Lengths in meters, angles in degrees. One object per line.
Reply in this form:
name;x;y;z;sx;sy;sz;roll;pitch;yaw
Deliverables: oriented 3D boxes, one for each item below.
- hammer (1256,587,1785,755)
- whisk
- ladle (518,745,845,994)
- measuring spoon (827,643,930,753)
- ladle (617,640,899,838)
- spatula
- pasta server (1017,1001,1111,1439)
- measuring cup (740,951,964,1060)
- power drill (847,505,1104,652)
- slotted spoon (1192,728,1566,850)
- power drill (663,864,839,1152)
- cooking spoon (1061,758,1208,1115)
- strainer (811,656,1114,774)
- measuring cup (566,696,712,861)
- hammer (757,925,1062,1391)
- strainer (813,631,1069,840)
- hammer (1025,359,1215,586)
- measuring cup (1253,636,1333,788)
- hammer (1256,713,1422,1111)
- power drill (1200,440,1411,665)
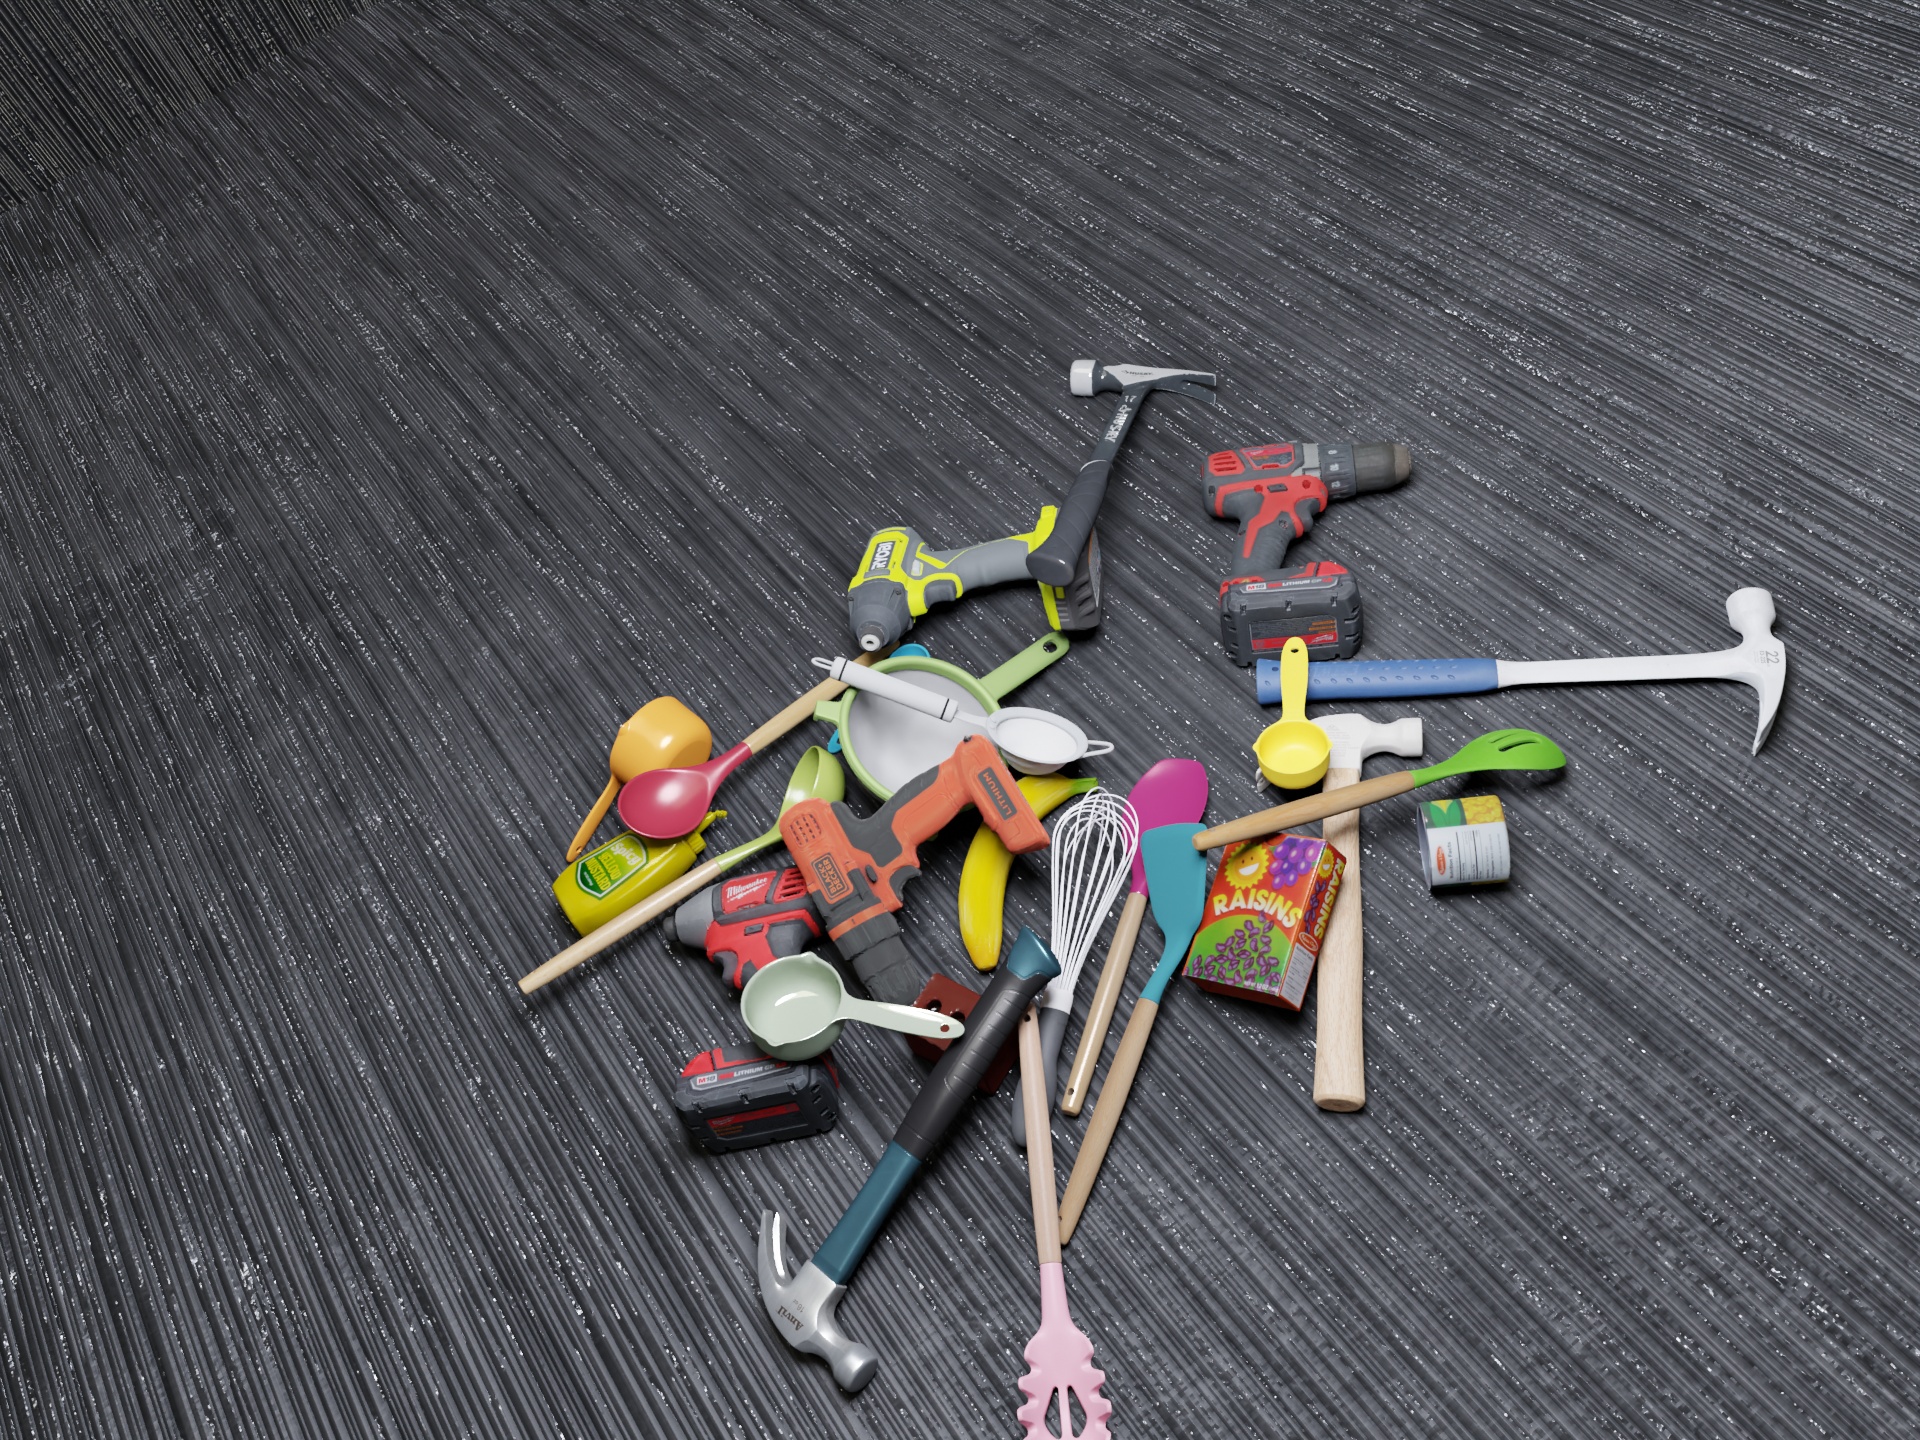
hammer;0.446;-0.034;1.288;0.405;0.035;0.144;-2;54;15
whisk;0.080;0.182;1.208;0.070;0.070;0.285;7;66;21
ladle;-0.232;0.126;1.333;0.320;0.062;0.078;-32;14;-15
measuring spoon;-0.073;-0.015;1.442;0.042;0.021;0.128;35;79;34
ladle;-0.170;0.009;1.406;0.315;0.031;0.069;-37;74;-28
spatula;0.120;0.226;1.167;0.082;0.044;0.318;-15;47;58
pasta server;0.059;0.344;1.092;0.060;0.040;0.316;-5;61;2
measuring cup;-0.077;0.220;1.159;0.167;0.038;0.083;8;47;13
power drill;0.012;-0.124;1.437;0.223;0.080;0.171;-7;34;13
slotted spoon;0.319;0.052;1.204;0.313;0.031;0.070;-14;19;-15
power drill;-0.167;0.218;1.256;0.143;0.078;0.220;-12;49;6
cooking spoon;0.132;0.160;1.245;0.069;0.017;0.319;3;54;29
strainer;-0.002;-0.004;1.316;0.258;0.050;0.087;21;29;0
measuring cup;-0.285;0.064;1.413;0.052;0.095;0.173;32;88;19
hammer;-0.029;0.295;1.134;0.128;0.033;0.331;29;81;31
strainer;-0.002;-0.001;1.380;0.256;0.069;0.151;-35;77;-34
hammer;0.134;-0.235;1.454;0.149;0.036;0.409;6;37;16
measuring cup;0.271;-0.006;1.288;0.062;0.029;0.157;-2;44;15
hammer;0.287;0.135;1.210;0.130;0.031;0.332;-1;54;15
power drill;0.309;-0.162;1.401;0.188;0.080;0.227;-5;50;12
